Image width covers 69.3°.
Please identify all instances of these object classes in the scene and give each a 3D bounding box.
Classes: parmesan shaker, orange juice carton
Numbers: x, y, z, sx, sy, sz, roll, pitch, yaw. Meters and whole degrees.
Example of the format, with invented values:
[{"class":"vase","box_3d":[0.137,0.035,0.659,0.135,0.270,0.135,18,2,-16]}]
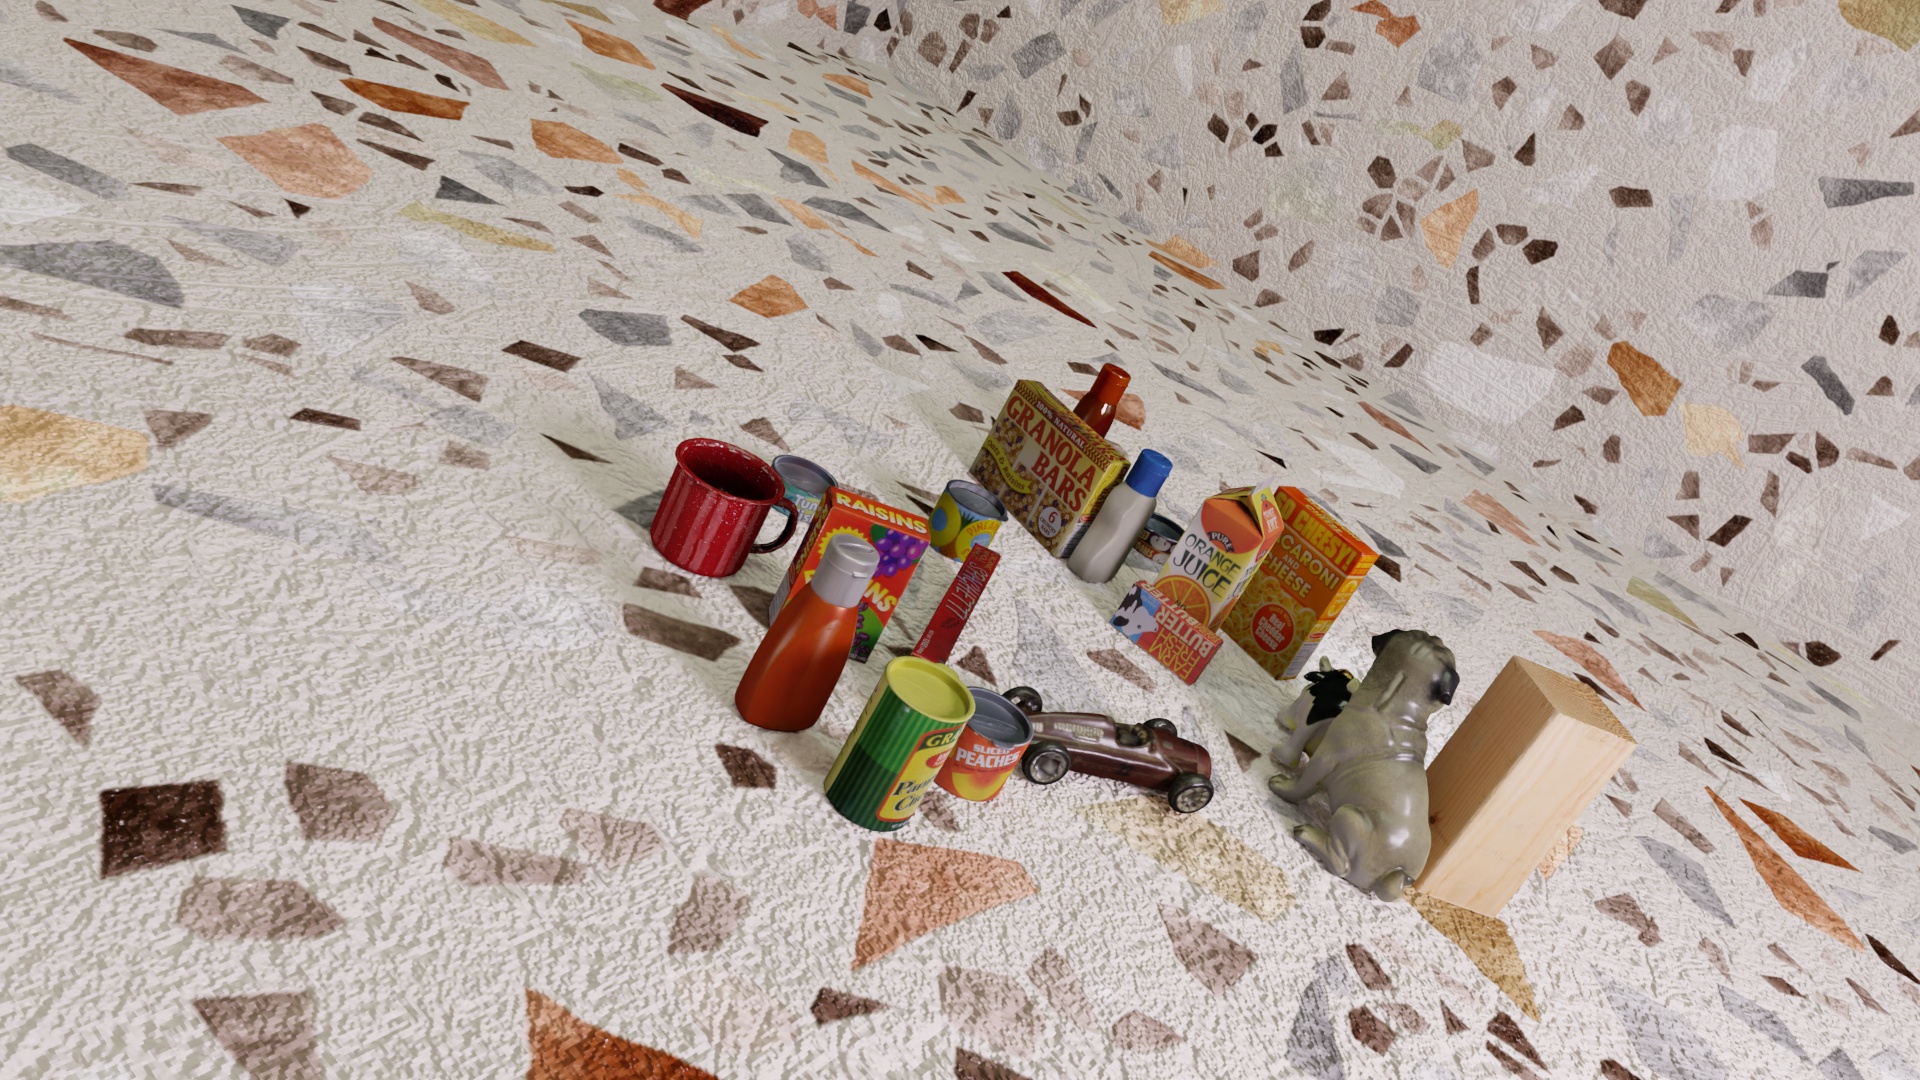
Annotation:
[{"class":"parmesan shaker","box_3d":[-0.041,0.138,0.943,0.071,0.102,0.071,23,24,-11]},{"class":"orange juice carton","box_3d":[0.259,0.016,1.395,0.073,0.191,0.072,37,25,19]}]

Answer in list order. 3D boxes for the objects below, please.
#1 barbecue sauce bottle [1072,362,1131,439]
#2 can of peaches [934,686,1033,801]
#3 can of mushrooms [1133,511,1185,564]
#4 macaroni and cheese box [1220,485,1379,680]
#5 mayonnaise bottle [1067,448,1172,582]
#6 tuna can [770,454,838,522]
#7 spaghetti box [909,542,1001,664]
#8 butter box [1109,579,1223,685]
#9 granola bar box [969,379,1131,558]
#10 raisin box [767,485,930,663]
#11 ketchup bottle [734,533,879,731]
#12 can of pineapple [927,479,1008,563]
[{"class":"barbecue sauce bottle","box_3d":[0.151,-0.137,1.639,0.044,0.148,0.065,42,27,28]},{"class":"can of peaches","box_3d":[0.012,0.152,1.027,0.071,0.057,0.071,23,24,-11]},{"class":"can of mushrooms","box_3d":[0.225,-0.004,1.593,0.071,0.033,0.071,23,24,-11]},{"class":"macaroni and cheese box","box_3d":[0.344,0.044,1.462,0.040,0.165,0.124,2,35,-46]},{"class":"mayonnaise bottle","box_3d":[0.168,-0.025,1.435,0.065,0.147,0.041,-2,38,-50]},{"class":"tuna can","box_3d":[-0.148,-0.047,1.281,0.071,0.032,0.071,23,24,-11]},{"class":"spaghetti box","box_3d":[-0.010,0.069,1.179,0.029,0.050,0.251,29,24,1]},{"class":"butter box","box_3d":[0.201,0.090,1.359,0.104,0.053,0.024,38,25,22]},{"class":"granola bar box","box_3d":[0.094,-0.078,1.490,0.039,0.123,0.166,3,34,-44]},{"class":"raisin box","box_3d":[-0.088,0.027,1.088,0.086,0.123,0.040,20,25,-19]},{"class":"ketchup bottle","box_3d":[-0.102,0.065,0.966,0.065,0.148,0.044,10,30,-37]},{"class":"can of pineapple","box_3d":[0.005,-0.017,1.355,0.071,0.057,0.071,23,24,-11]}]
